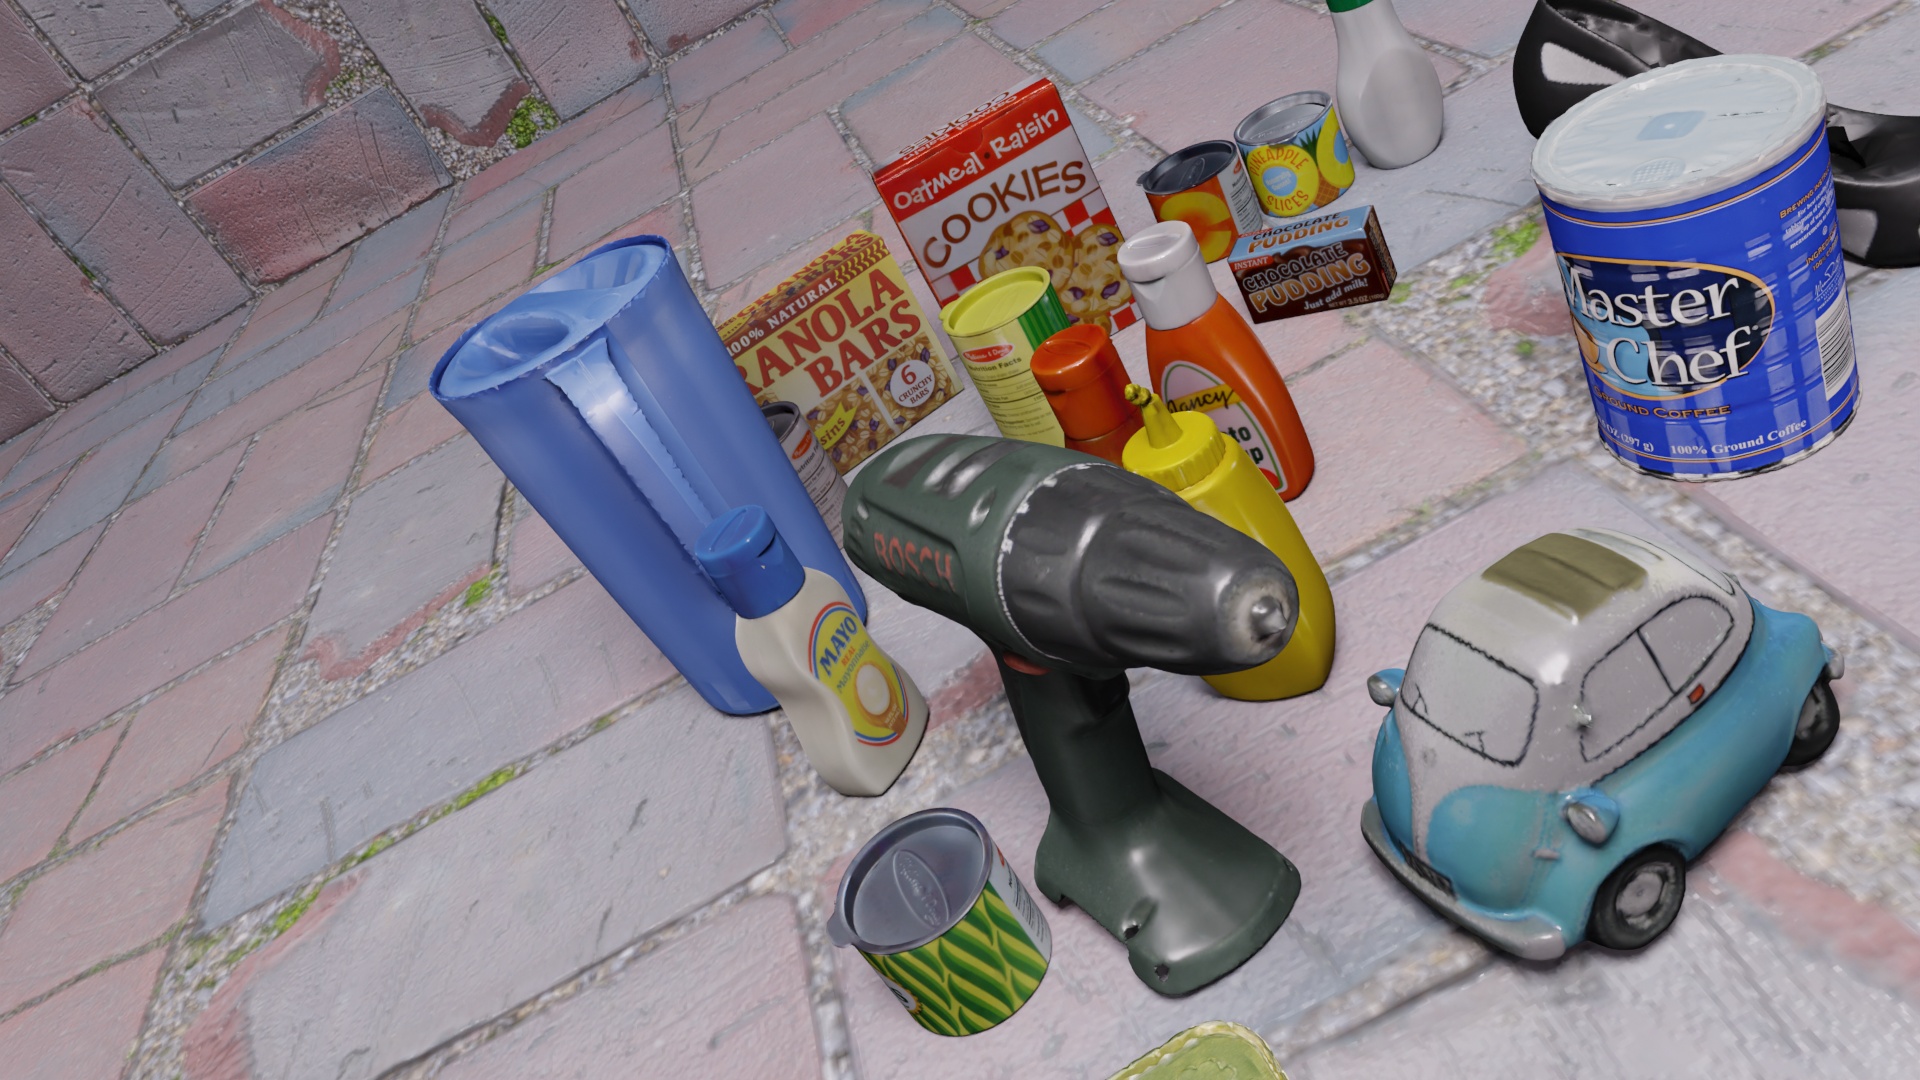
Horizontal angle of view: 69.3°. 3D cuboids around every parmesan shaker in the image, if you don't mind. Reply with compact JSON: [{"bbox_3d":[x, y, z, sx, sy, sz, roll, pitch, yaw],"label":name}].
[{"bbox_3d":[0.040,-0.097,0.804,0.071,0.102,0.072,-22,32,15],"label":"parmesan shaker"}]

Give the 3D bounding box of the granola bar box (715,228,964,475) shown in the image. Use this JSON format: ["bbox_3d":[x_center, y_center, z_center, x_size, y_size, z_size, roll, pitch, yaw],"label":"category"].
[{"bbox_3d":[-0.096,-0.106,0.909,0.166,0.123,0.039,-36,32,-10],"label":"granola bar box"}]

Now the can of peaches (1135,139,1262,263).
[{"bbox_3d":[0.160,-0.225,0.930,0.071,0.058,0.071,-21,32,14],"label":"can of peaches"}]

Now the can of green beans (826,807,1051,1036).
[{"bbox_3d":[-0.006,0.147,0.537,0.071,0.057,0.071,-21,32,14],"label":"can of green beans"}]

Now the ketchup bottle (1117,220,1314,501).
[{"bbox_3d":[0.120,-0.083,0.673,0.064,0.148,0.044,-3,41,38],"label":"ketchup bottle"}]

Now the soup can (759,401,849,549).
[{"bbox_3d":[-0.110,-0.033,0.855,0.071,0.083,0.072,-21,32,14],"label":"soup can"}]

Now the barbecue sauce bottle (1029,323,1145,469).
[{"bbox_3d":[0.078,-0.029,0.631,0.044,0.148,0.065,-44,34,-21],"label":"barbecue sauce bottle"}]

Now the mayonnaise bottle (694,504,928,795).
[{"bbox_3d":[-0.069,0.050,0.641,0.041,0.147,0.065,-5,40,36],"label":"mayonnaise bottle"}]

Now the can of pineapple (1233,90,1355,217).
[{"bbox_3d":[0.221,-0.255,0.922,0.071,0.057,0.071,-21,32,14],"label":"can of pineapple"}]

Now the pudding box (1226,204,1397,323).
[{"bbox_3d":[0.204,-0.160,0.809,0.083,0.049,0.030,-6,39,34],"label":"pudding box"}]

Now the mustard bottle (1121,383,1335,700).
[{"bbox_3d":[0.103,-0.003,0.563,0.065,0.159,0.049,-9,37,31],"label":"mustard bottle"}]

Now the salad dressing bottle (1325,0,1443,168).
[{"bbox_3d":[0.262,-0.310,0.881,0.064,0.147,0.044,-29,31,2],"label":"salad dressing bottle"}]

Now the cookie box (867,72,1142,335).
[{"bbox_3d":[0.035,-0.188,0.876,0.123,0.167,0.040,-30,31,2],"label":"cookie box"}]
